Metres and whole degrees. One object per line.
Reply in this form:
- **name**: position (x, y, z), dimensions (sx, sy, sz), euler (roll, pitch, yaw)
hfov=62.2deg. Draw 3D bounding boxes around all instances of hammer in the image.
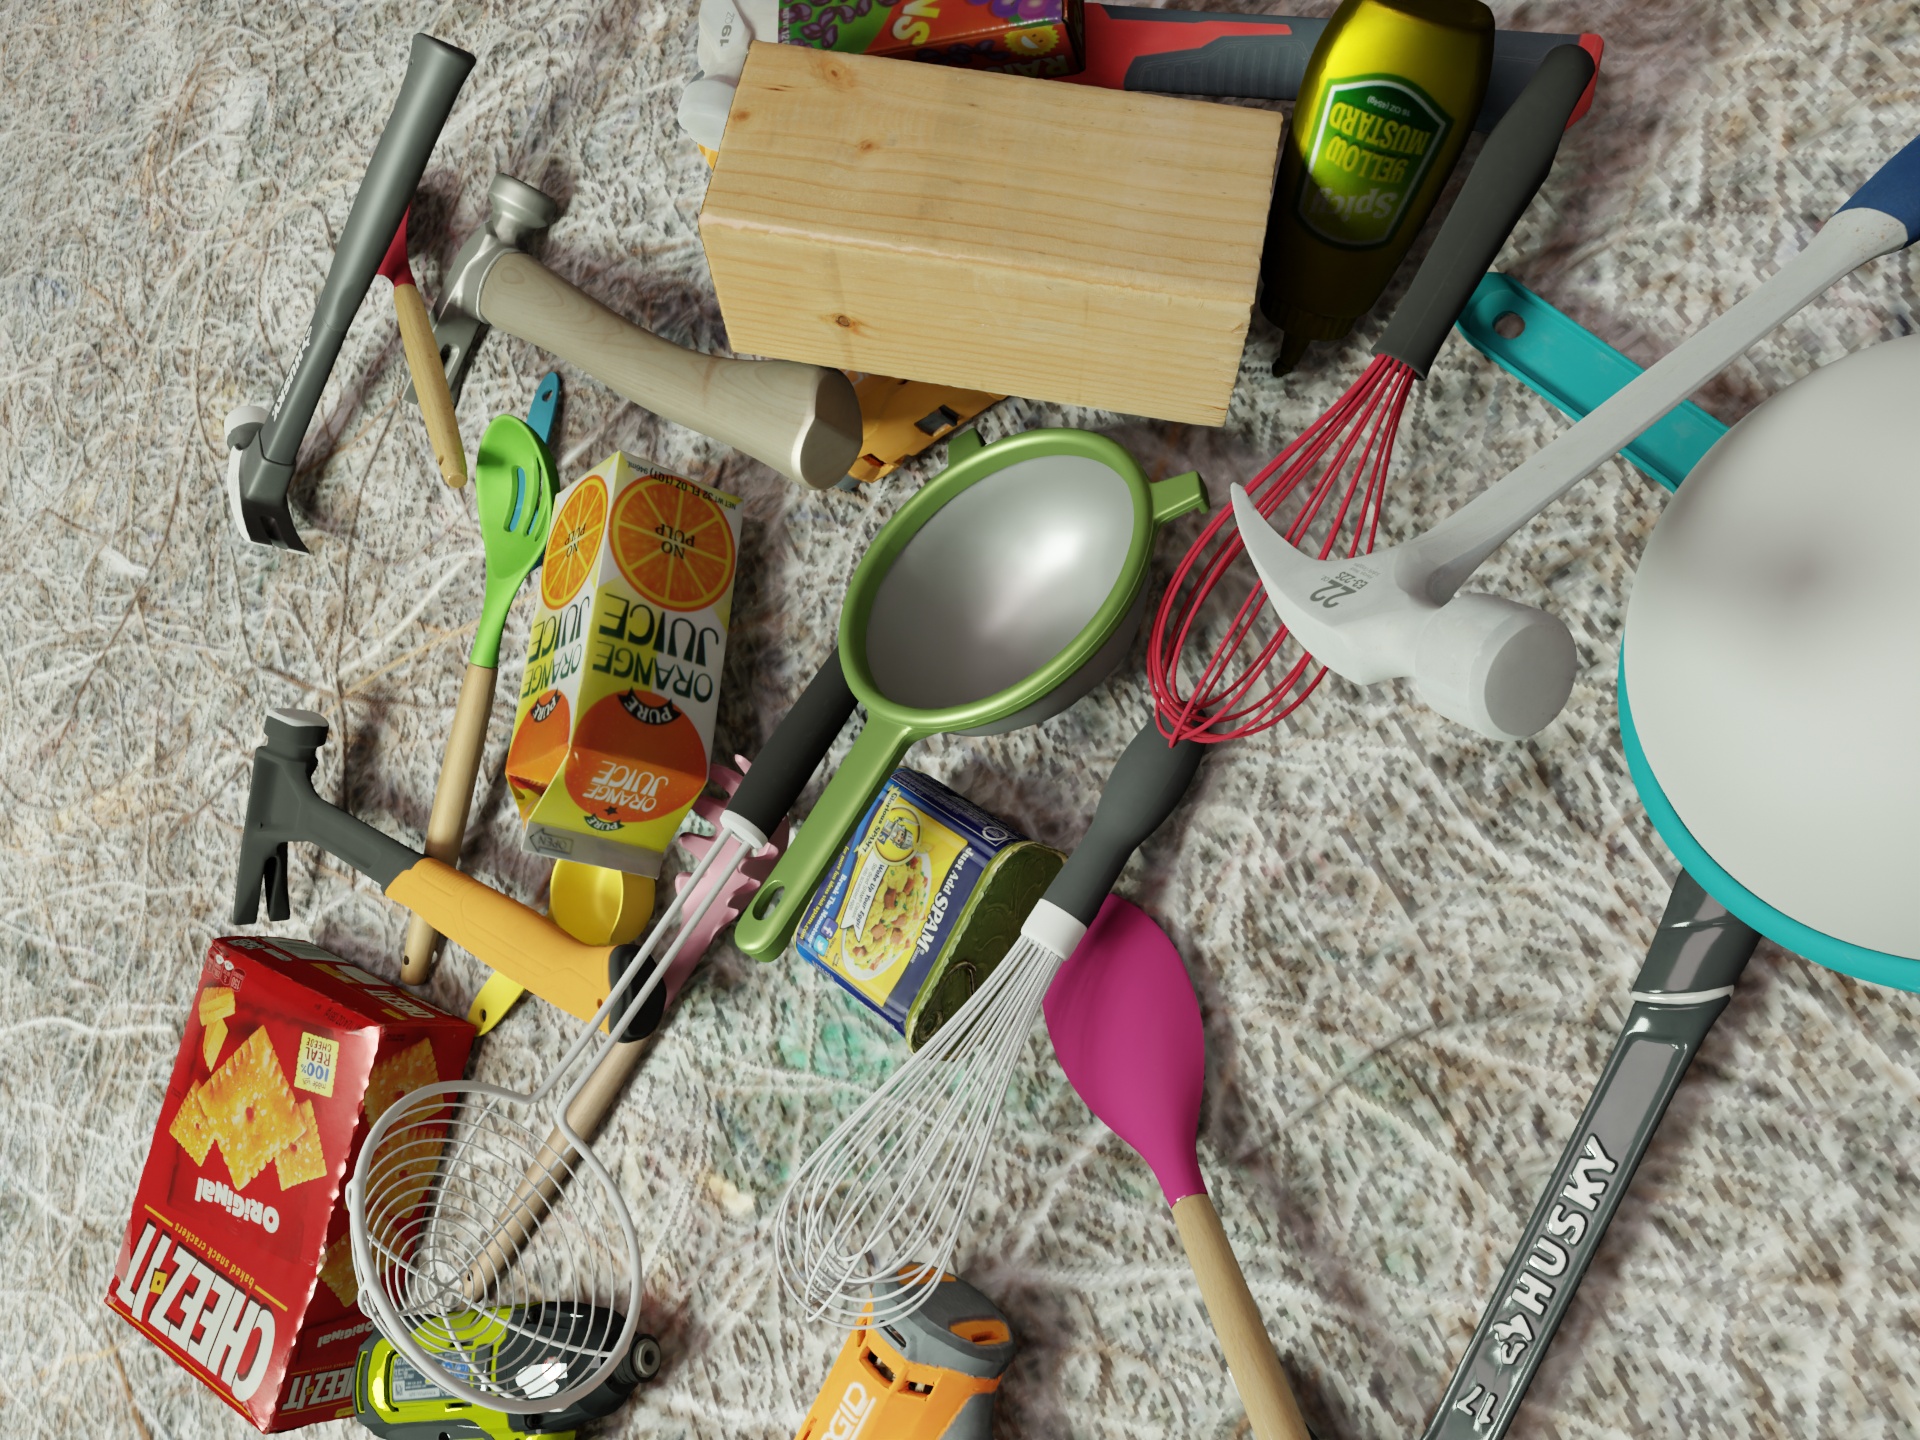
- **hammer**: position (-0.272, 0.096, 0.819), dimensions (0.337, 0.034, 0.127), euler (19, 100, 36)
- **hammer**: position (-0.360, -0.246, 0.929), dimensions (0.334, 0.035, 0.146), euler (-52, 46, 29)
- **hammer**: position (0.258, -0.141, 0.476), dimensions (0.405, 0.035, 0.144), euler (-37, 29, -9)
- **hammer**: position (0.069, -0.299, 0.673), dimensions (0.386, 0.038, 0.143), euler (12, 82, 19)
- **hammer**: position (-0.178, -0.179, 0.807), dimensions (0.411, 0.038, 0.146), euler (33, 99, 46)
- **hammer**: position (0.229, 0.108, 0.536), dimensions (0.149, 0.036, 0.409), euler (26, 93, 35)

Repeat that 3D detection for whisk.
- **whisk**: position (0.019, 0.110, 0.629), dimensions (0.070, 0.070, 0.284), euler (26, 76, 34)
- **whisk**: position (0.155, -0.116, 0.598), dimensions (0.073, 0.073, 0.296), euler (34, 99, 33)

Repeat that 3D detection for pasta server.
- **pasta server**: position (-0.169, 0.157, 0.772), dimensions (0.316, 0.040, 0.060), euler (-57, 45, 9)

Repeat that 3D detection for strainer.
- **strainer**: position (0.252, -0.073, 0.493), dimensions (0.211, 0.095, 0.341), euler (-49, 47, 16)
- **strainer**: position (-0.001, -0.002, 0.660), dimensions (0.152, 0.069, 0.256), euler (21, 74, 46)

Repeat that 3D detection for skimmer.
- **skimmer**: position (-0.108, 0.092, 0.645), dimensions (0.090, 0.127, 0.363), euler (-13, 40, 56)

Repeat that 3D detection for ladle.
- **ladle**: position (-0.317, -0.232, 0.921), dimensions (0.069, 0.031, 0.316), euler (-50, 46, 25)

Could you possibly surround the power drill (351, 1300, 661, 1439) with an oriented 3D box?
- **power drill**: position (-0.203, 0.382, 0.719), dimensions (0.171, 0.080, 0.223), euler (-16, 67, 28)

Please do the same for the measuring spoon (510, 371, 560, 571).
- **measuring spoon**: position (-0.238, -0.138, 0.902), dimensions (0.042, 0.021, 0.129), euler (-6, 66, 30)

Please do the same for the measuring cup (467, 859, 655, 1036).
- **measuring cup**: position (-0.207, 0.117, 0.819), dimensions (0.156, 0.029, 0.062), euler (-46, 60, 29)

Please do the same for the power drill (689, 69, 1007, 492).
- **power drill**: position (-0.023, -0.245, 0.753), dimensions (0.185, 0.084, 0.226), euler (-29, 69, 21)

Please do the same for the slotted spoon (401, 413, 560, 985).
- **slotted spoon**: position (-0.261, -0.006, 0.849), dimensions (0.070, 0.031, 0.313), euler (22, 101, 38)

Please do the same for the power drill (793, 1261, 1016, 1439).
- **power drill**: position (0.016, 0.337, 0.590), dimensions (0.227, 0.084, 0.164), euler (31, 96, 38)

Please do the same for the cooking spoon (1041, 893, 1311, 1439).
- **cooking spoon**: position (0.093, 0.198, 0.575), dimensions (0.068, 0.017, 0.319), euler (-38, 49, 21)
